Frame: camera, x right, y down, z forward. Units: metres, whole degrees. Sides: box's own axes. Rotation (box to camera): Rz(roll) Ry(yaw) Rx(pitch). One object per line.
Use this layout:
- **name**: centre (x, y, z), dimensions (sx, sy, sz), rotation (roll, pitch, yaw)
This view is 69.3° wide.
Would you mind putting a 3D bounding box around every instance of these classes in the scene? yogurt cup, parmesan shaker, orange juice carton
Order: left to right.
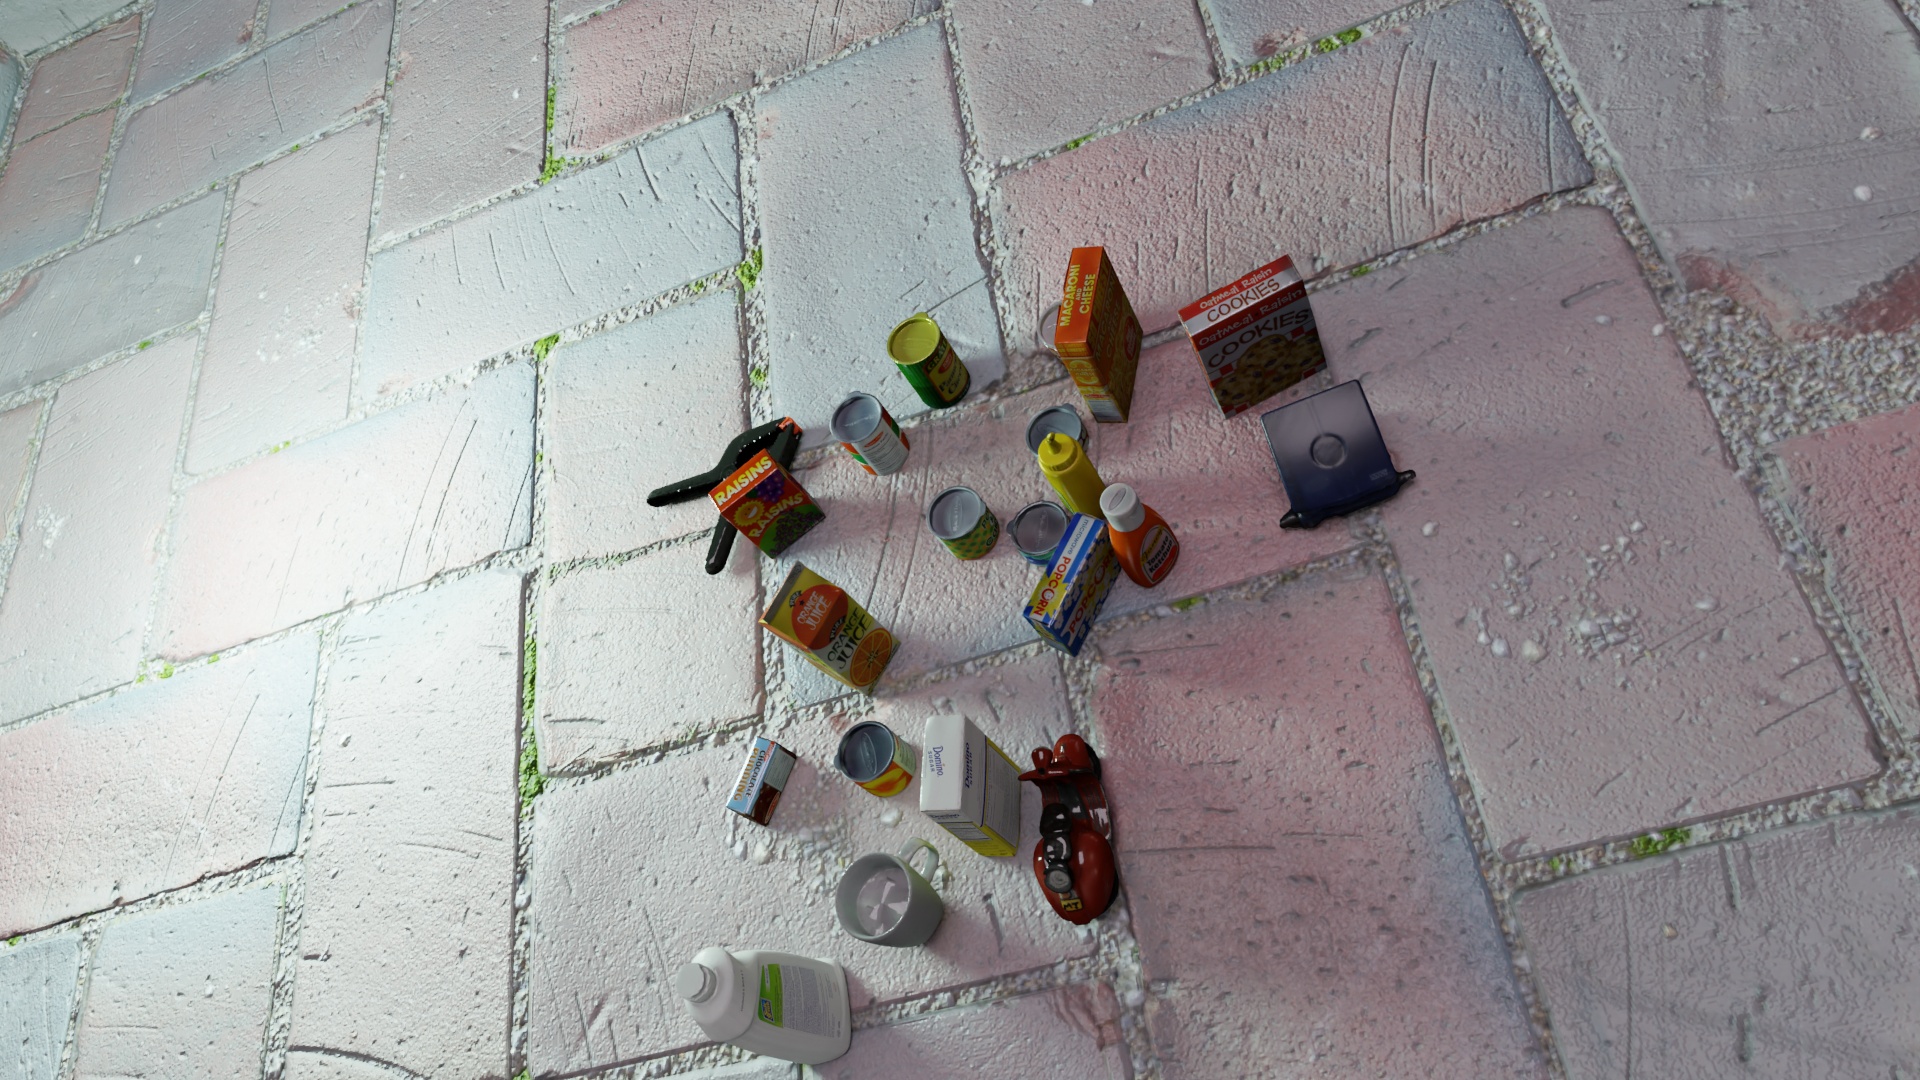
- **orange juice carton**: centre (-0.145, 0.090, 1.463), dimensions (0.073, 0.192, 0.072), rotation (23, 75, 31)
- **parmesan shaker**: centre (-0.035, -0.210, 1.628), dimensions (0.071, 0.103, 0.071), rotation (-10, 61, 19)
- **yogurt cup**: centre (0.128, -0.236, 1.601), dimensions (0.072, 0.053, 0.073), rotation (-10, 61, 19)

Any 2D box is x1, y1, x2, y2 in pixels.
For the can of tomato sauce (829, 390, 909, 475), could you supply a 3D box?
- **can of tomato sauce**: centre (-0.106, -0.125, 1.625), dimensions (0.071, 0.083, 0.071), rotation (-10, 61, 19)

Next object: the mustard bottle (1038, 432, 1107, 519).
- **mustard bottle**: centre (0.114, -0.073, 1.456), dimensions (0.049, 0.159, 0.065), rotation (-36, 56, 3)

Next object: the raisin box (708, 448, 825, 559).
- **raisin box**: centre (-0.223, -0.041, 1.608), dimensions (0.086, 0.123, 0.040), rotation (-38, 56, 2)

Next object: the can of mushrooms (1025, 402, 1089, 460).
- **can of mushrooms**: centre (0.110, -0.117, 1.557), dimensions (0.071, 0.033, 0.071), rotation (-10, 60, 19)

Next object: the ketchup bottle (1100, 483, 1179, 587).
- **ketchup bottle**: centre (0.177, -0.009, 1.401), dimensions (0.043, 0.148, 0.065), rotation (30, 79, 33)

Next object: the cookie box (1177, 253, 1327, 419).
- **cookie box**: centre (0.304, -0.208, 1.440), dimensions (0.123, 0.167, 0.040), rotation (-27, 57, 9)

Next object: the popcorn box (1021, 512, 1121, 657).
- **popcorn box**: centre (0.120, 0.045, 1.436), dimensions (0.038, 0.085, 0.127), rotation (20, 73, 31)

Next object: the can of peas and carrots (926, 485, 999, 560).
- **can of peas and carrots**: centre (0.005, -0.019, 1.536), dimensions (0.071, 0.058, 0.071), rotation (-10, 61, 19)

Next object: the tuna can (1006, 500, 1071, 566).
- **tuna can**: centre (0.088, -0.007, 1.509), dimensions (0.071, 0.032, 0.071), rotation (-10, 60, 19)

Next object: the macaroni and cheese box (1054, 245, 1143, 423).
- **macaroni and cheese box**: centre (0.152, -0.221, 1.514), dimensions (0.040, 0.166, 0.124), rotation (1, 65, 24)

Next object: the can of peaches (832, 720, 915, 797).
- **can of peaches**: centre (-0.089, 0.229, 1.446), dimensions (0.071, 0.058, 0.071), rotation (-10, 61, 19)

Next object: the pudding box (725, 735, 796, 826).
- **pudding box**: centre (-0.213, 0.258, 1.489), dimensions (0.030, 0.049, 0.084), rotation (12, 69, 28)
